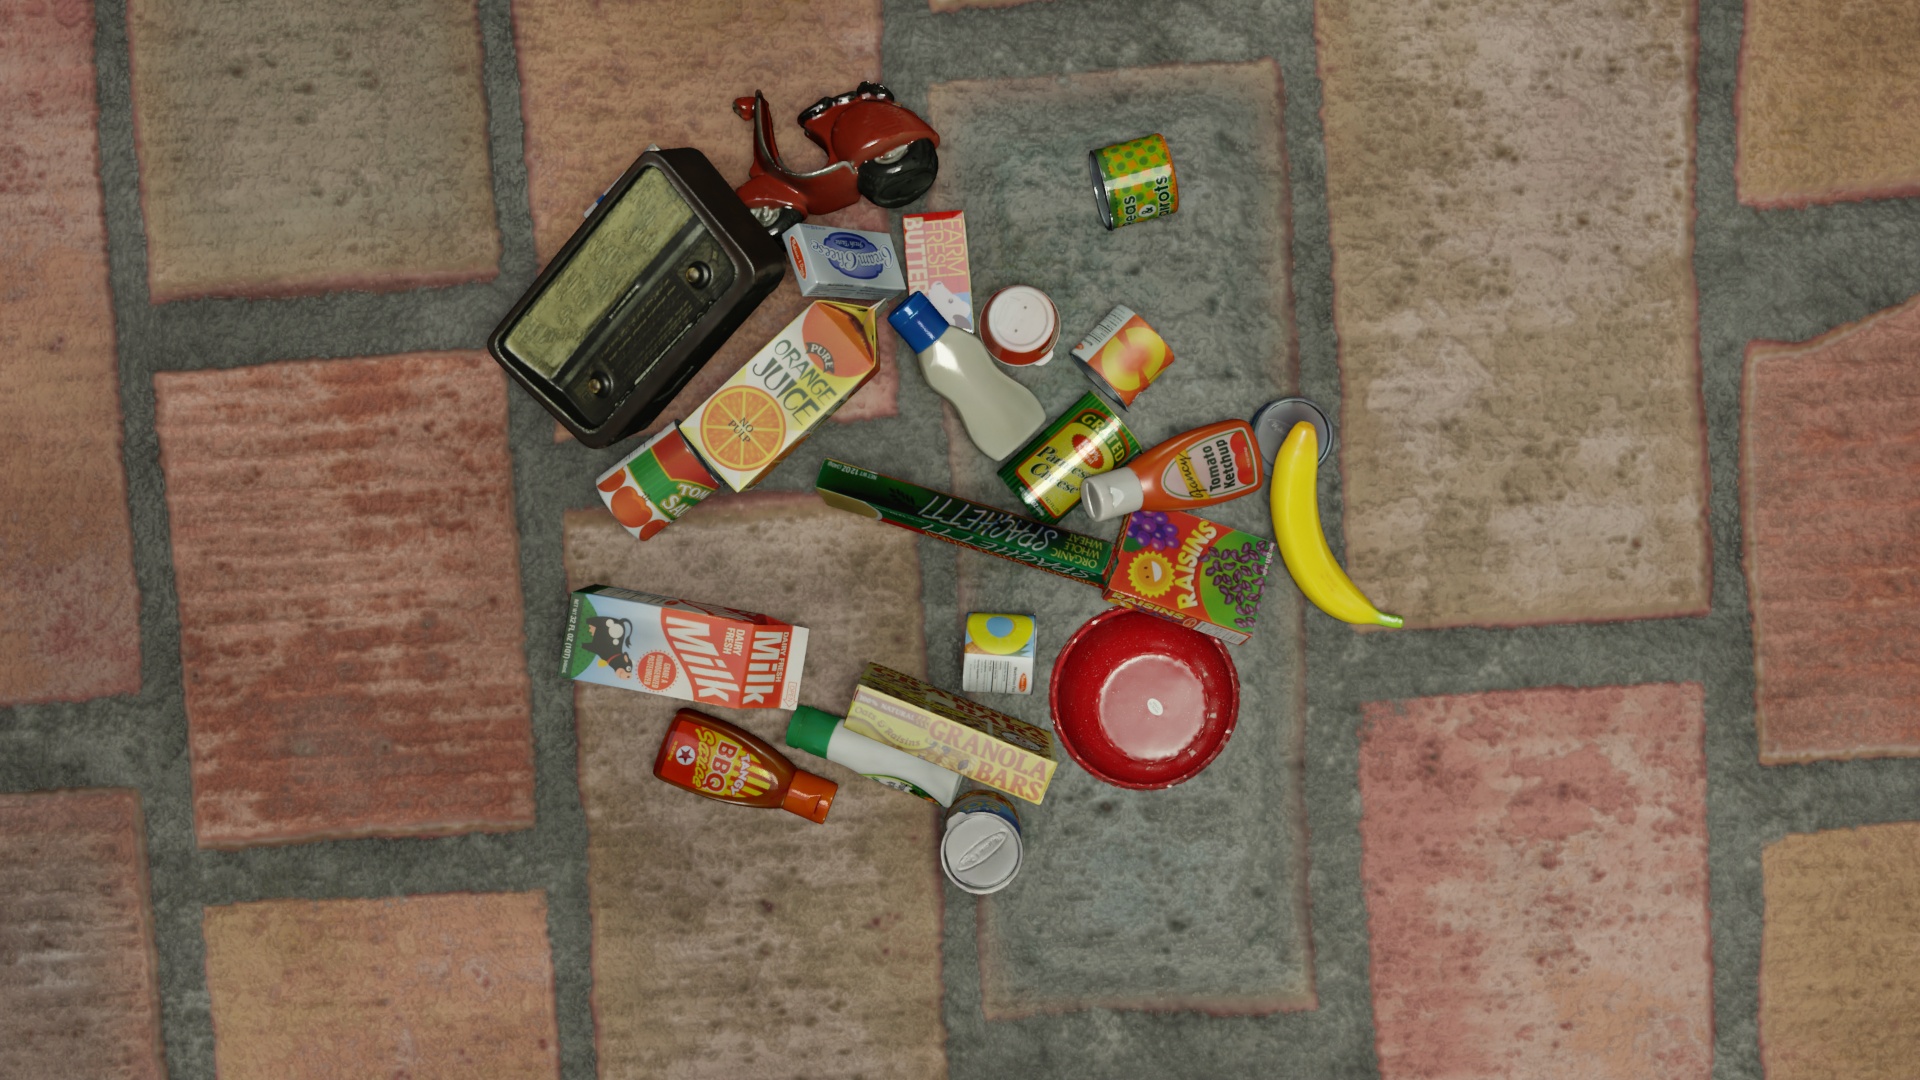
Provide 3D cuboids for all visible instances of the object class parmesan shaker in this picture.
[{"bbox_3d":[0.090,-0.063,1.136,0.103,0.071,0.071,-42,92,3],"label":"parmesan shaker"}]

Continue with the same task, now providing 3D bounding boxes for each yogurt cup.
[{"bbox_3d":[0.049,-0.178,1.138,0.072,0.054,0.072,0,92,1],"label":"yogurt cup"}]

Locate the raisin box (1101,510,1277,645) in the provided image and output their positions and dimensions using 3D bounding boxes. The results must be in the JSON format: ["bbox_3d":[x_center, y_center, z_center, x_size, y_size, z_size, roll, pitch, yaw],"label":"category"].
[{"bbox_3d":[0.187,0.025,1.142,0.123,0.040,0.086,18,74,0],"label":"raisin box"}]

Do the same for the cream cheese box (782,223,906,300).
[{"bbox_3d":[-0.092,-0.222,1.114,0.024,0.104,0.053,-25,79,40],"label":"cream cheese box"}]

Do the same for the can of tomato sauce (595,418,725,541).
[{"bbox_3d":[-0.245,-0.048,1.140,0.083,0.071,0.071,-36,92,3],"label":"can of tomato sauce"}]

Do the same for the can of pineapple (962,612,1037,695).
[{"bbox_3d":[0.032,0.092,1.145,0.058,0.071,0.071,3,93,1],"label":"can of pineapple"}]

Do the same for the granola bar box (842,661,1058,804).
[{"bbox_3d":[-0.008,0.153,1.117,0.165,0.124,0.039,22,93,0],"label":"granola bar box"}]

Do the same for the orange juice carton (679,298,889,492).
[{"bbox_3d":[-0.130,-0.130,1.133,0.192,0.072,0.073,-42,92,3],"label":"orange juice carton"}]

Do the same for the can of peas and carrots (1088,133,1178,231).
[{"bbox_3d":[0.141,-0.289,1.124,0.059,0.071,0.071,-15,93,1],"label":"can of peas and carrots"}]

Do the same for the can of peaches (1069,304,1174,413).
[{"bbox_3d":[0.134,-0.149,1.133,0.071,0.071,0.058,44,92,-1],"label":"can of peaches"}]

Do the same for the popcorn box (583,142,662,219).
[{"bbox_3d":[-0.234,-0.251,1.145,0.085,0.038,0.126,-45,91,4],"label":"popcorn box"}]

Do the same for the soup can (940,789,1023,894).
[{"bbox_3d":[0.016,0.243,1.141,0.071,0.084,0.071,0,93,1],"label":"soup can"}]

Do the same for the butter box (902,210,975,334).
[{"bbox_3d":[-0.018,-0.219,1.151,0.053,0.024,0.103,-5,93,0],"label":"butter box"}]

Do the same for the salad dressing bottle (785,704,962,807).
[{"bbox_3d":[-0.071,0.177,1.154,0.148,0.064,0.044,18,77,8],"label":"salad dressing bottle"}]

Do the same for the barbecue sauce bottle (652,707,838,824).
[{"bbox_3d":[-0.177,0.194,1.161,0.148,0.043,0.065,22,92,-1],"label":"barbecue sauce bottle"}]

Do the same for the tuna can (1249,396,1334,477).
[{"bbox_3d":[0.271,-0.084,1.150,0.071,0.033,0.071,0,92,1],"label":"tuna can"}]

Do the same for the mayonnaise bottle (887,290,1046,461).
[{"bbox_3d":[0.002,-0.137,1.131,0.065,0.041,0.148,-42,105,1],"label":"mayonnaise bottle"}]

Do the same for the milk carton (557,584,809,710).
[{"bbox_3d":[-0.223,0.089,1.142,0.191,0.073,0.072,10,93,0],"label":"milk carton"}]

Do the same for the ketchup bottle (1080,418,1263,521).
[{"bbox_3d":[0.170,-0.051,1.118,0.149,0.043,0.064,-17,98,-19],"label":"ketchup bottle"}]

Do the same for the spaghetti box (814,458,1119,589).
[{"bbox_3d":[0.004,-0.014,1.119,0.250,0.050,0.029,17,76,13],"label":"spaghetti box"}]
